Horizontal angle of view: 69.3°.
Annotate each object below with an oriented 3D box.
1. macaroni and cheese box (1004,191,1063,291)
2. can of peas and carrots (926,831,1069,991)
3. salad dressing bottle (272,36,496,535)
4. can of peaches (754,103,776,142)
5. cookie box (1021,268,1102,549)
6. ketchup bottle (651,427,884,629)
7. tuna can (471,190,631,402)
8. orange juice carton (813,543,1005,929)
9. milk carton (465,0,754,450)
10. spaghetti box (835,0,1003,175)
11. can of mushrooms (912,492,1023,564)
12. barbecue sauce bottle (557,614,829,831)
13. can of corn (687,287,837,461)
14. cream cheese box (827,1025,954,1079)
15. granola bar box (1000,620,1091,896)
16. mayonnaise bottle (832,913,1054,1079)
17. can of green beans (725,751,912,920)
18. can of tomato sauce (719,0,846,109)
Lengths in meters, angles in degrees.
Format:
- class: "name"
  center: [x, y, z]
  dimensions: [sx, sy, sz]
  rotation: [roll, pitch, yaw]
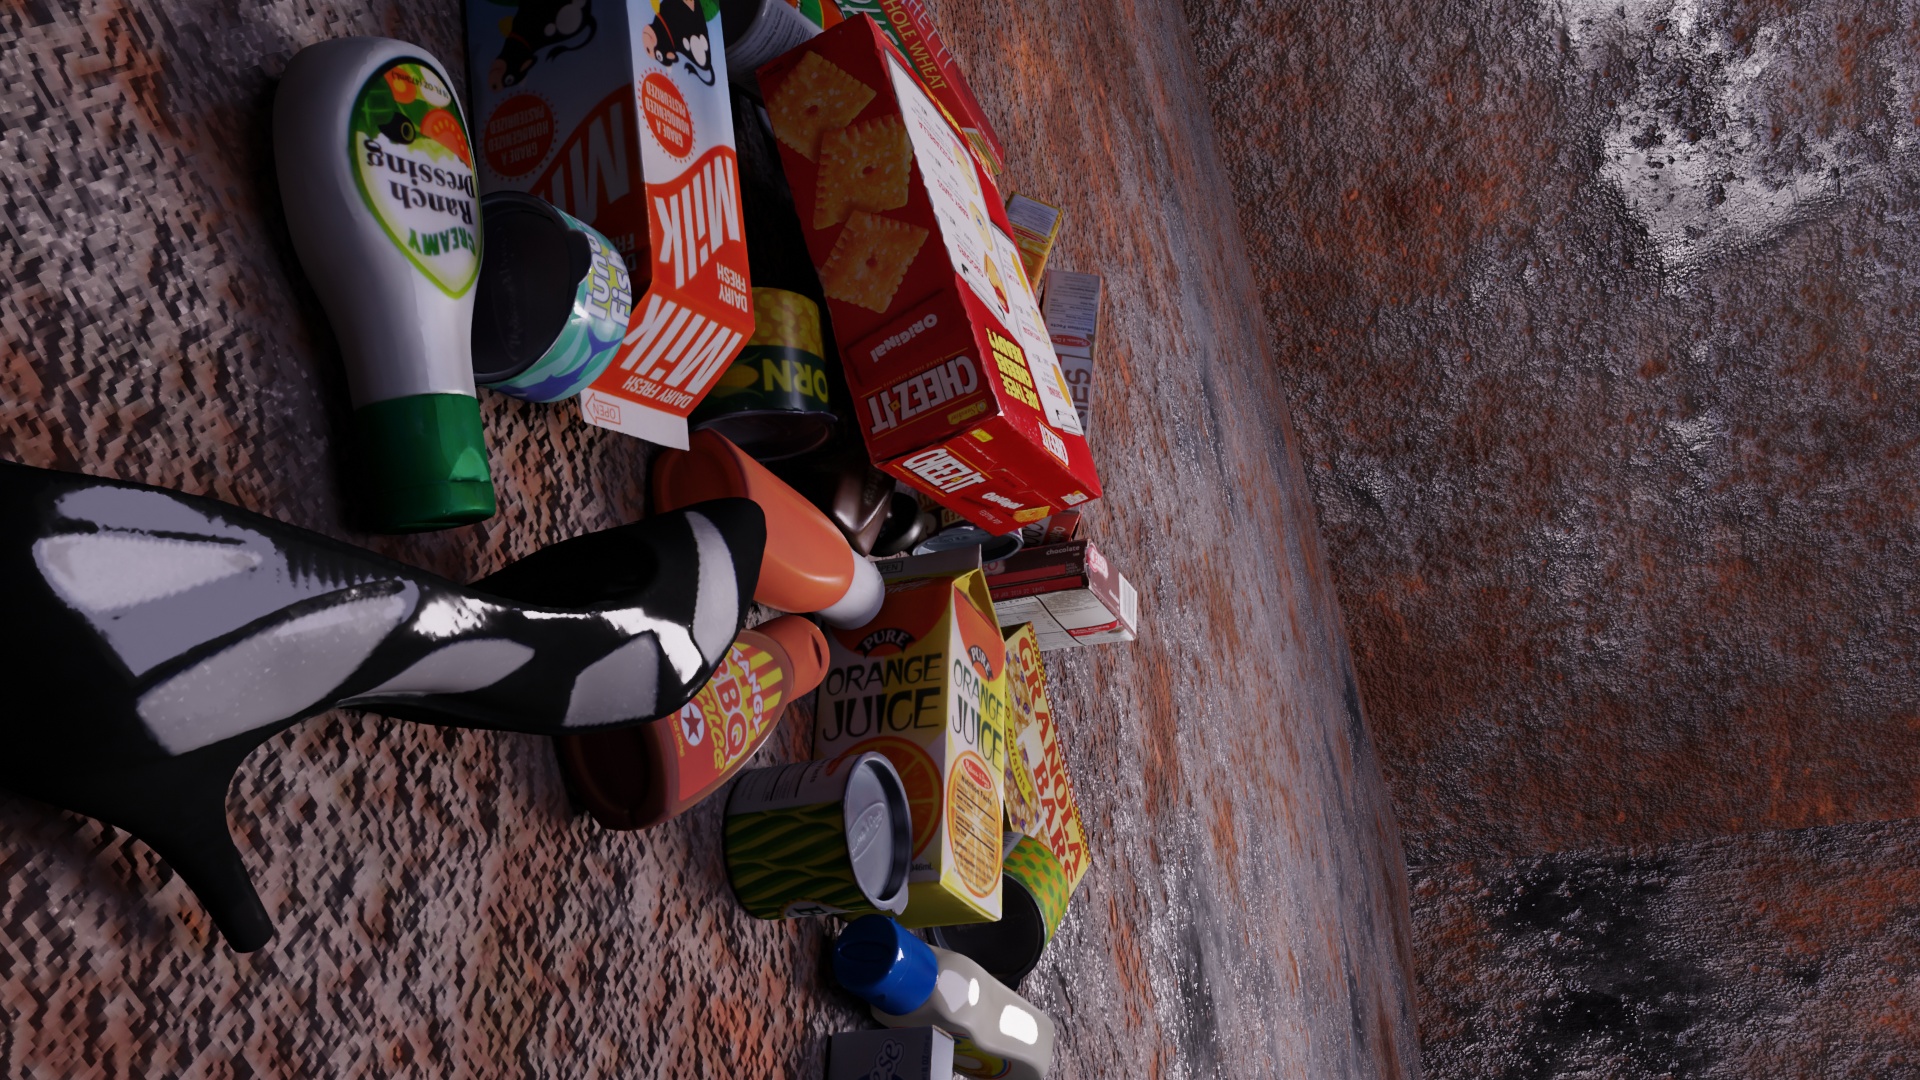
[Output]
- class: "macaroni and cheese box"
  center: [0.018, -0.131, 0.875]
  dimensions: [0.167, 0.040, 0.123]
  rotation: [-71, -179, -54]
- class: "can of peas and carrots"
  center: [0.023, 0.202, 0.761]
  dimensions: [0.059, 0.071, 0.071]
  rotation: [-26, 104, -70]
- class: "salad dressing bottle"
  center: [-0.173, -0.077, 0.430]
  dimensions: [0.064, 0.044, 0.147]
  rotation: [-2, 82, -68]
- class: "can of peaches"
  center: [-0.069, -0.244, 0.754]
  dimensions: [0.058, 0.071, 0.071]
  rotation: [-50, 126, -63]
- class: "cookie box"
  center: [0.061, -0.073, 0.915]
  dimensions: [0.122, 0.040, 0.168]
  rotation: [99, -2, -69]
- class: "ketchup bottle"
  center: [-0.080, 0.004, 0.627]
  dimensions: [0.065, 0.043, 0.148]
  rotation: [65, 12, 27]
- class: "tuna can"
  center: [-0.145, -0.082, 0.469]
  dimensions: [0.033, 0.071, 0.071]
  rotation: [21, 60, -68]
- class: "orange juice carton"
  center: [-0.024, 0.090, 0.693]
  dimensions: [0.073, 0.072, 0.193]
  rotation: [51, 34, -52]
- class: "milk carton"
  center: [-0.131, -0.131, 0.528]
  dimensions: [0.072, 0.073, 0.190]
  rotation: [15, 66, -68]
- class: "spaghetti box"
  center: [-0.041, -0.321, 0.899]
  dimensions: [0.249, 0.050, 0.029]
  rotation: [48, 35, -53]
- class: "can of mushrooms"
  center: [0.003, -0.010, 0.823]
  dimensions: [0.071, 0.071, 0.033]
  rotation: [35, 47, -62]
- class: "barbecue sauce bottle"
  center: [-0.099, 0.062, 0.552]
  dimensions: [0.149, 0.043, 0.065]
  rotation: [-25, 101, -69]
- class: "can of corn"
  center: [-0.089, -0.073, 0.611]
  dimensions: [0.071, 0.071, 0.058]
  rotation: [26, 54, -65]
- class: "cream cheese box"
  center: [-0.033, 0.266, 0.599]
  dimensions: [0.024, 0.053, 0.104]
  rotation: [51, 34, -47]
- class: "granola bar box"
  center: [0.029, 0.145, 0.848]
  dimensions: [0.124, 0.039, 0.165]
  rotation: [-29, 106, -68]
- class: "mayonnaise bottle"
  center: [-0.010, 0.225, 0.676]
  dimensions: [0.147, 0.064, 0.041]
  rotation: [50, 42, -44]
- class: "can of green beans"
  center: [-0.060, 0.127, 0.597]
  dimensions: [0.071, 0.058, 0.071]
  rotation: [-13, 91, -70]
- class: "can of tomato sauce"
  center: [-0.103, -0.255, 0.680]
  dimensions: [0.083, 0.071, 0.071]
  rotation: [0, 80, -69]
